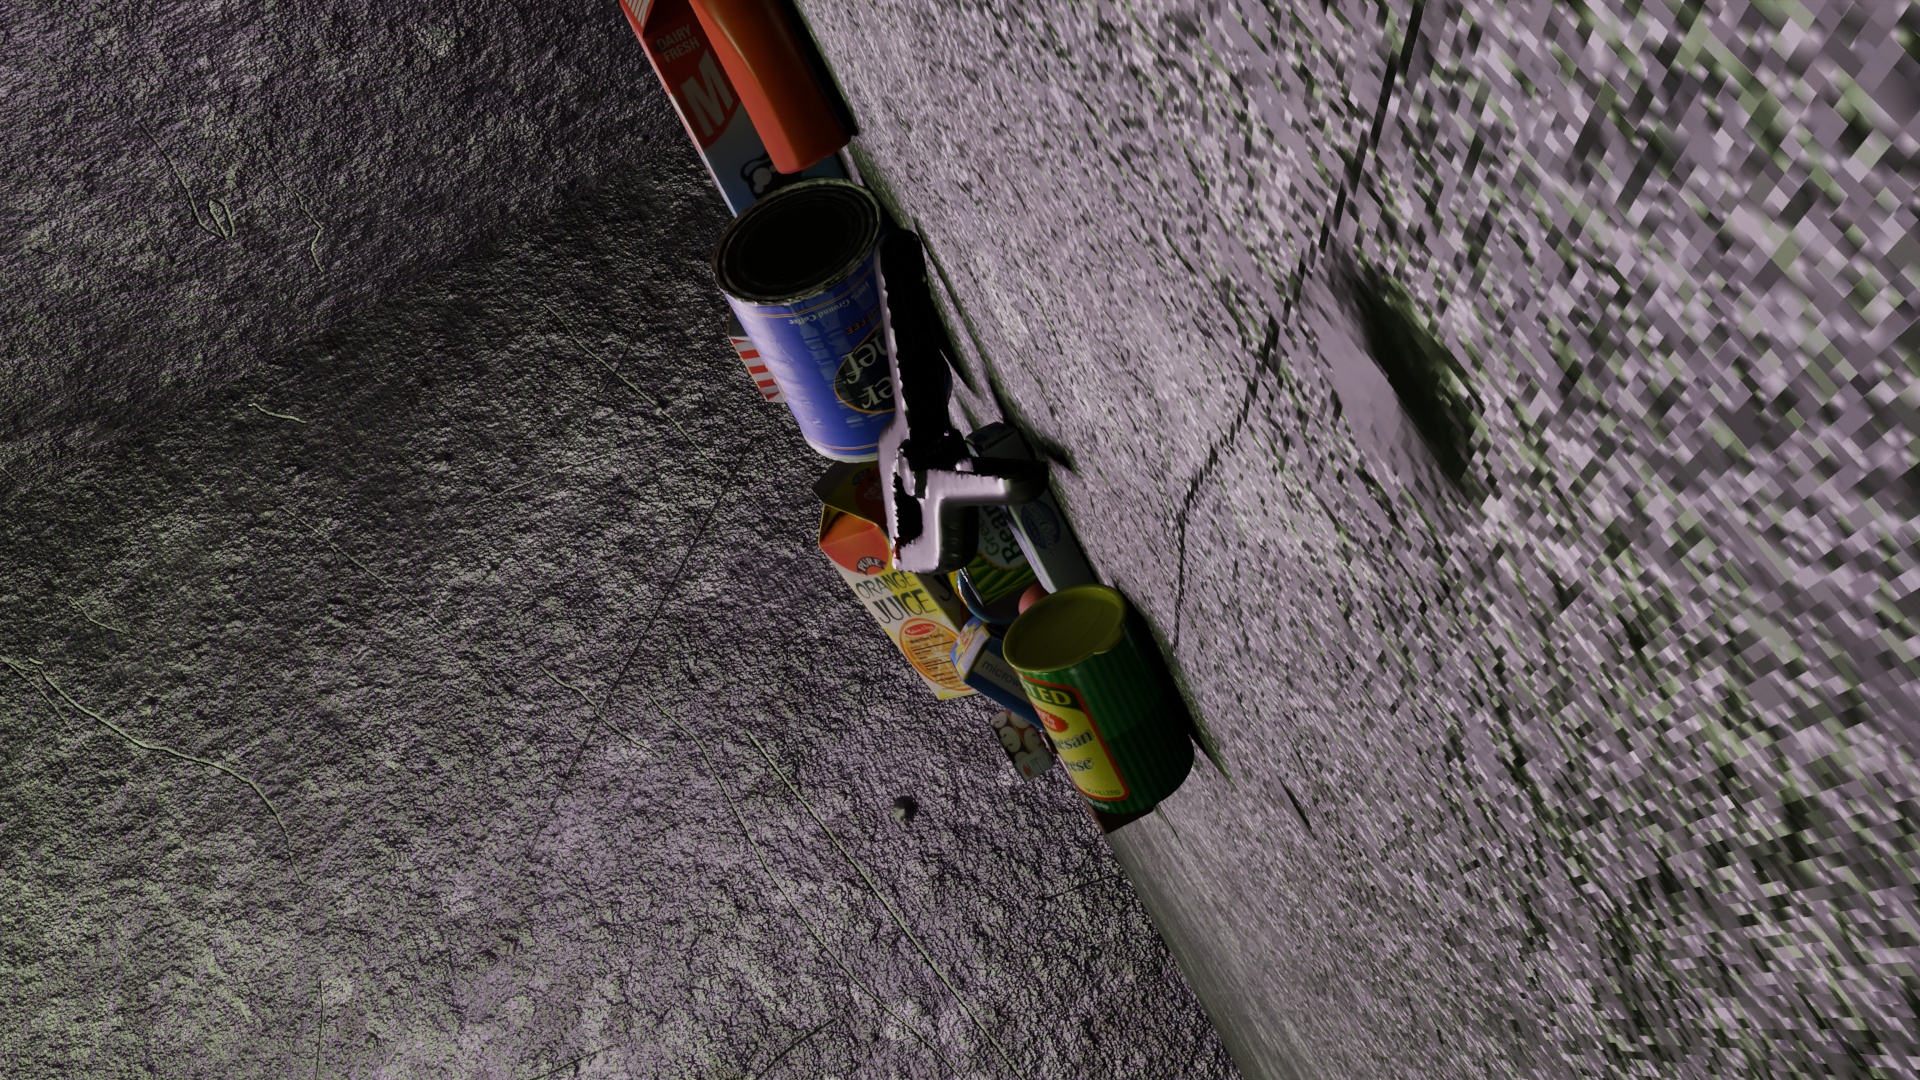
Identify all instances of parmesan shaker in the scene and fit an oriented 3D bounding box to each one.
[{"bbox_3d":[0.074,0.083,0.711,0.102,0.071,0.071,62,177,-27],"label":"parmesan shaker"}]

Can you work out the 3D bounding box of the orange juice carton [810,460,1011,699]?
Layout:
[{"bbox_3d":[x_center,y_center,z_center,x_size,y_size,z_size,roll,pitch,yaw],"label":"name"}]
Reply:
[{"bbox_3d":[-0.030,0.017,0.991,0.073,0.072,0.192,-19,114,47],"label":"orange juice carton"}]

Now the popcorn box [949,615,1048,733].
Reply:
[{"bbox_3d":[0.057,0.101,0.920,0.126,0.038,0.085,32,-179,-9],"label":"popcorn box"}]

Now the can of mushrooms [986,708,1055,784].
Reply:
[{"bbox_3d":[0.053,0.176,1.226,0.071,0.033,0.071,59,180,1],"label":"can of mushrooms"}]

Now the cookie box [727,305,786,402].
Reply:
[{"bbox_3d":[-0.134,-0.203,1.034,0.122,0.040,0.168,72,-159,-72],"label":"cookie box"}]

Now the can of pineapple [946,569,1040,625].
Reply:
[{"bbox_3d":[0.024,0.018,0.929,0.071,0.071,0.058,61,176,-13],"label":"can of pineapple"}]

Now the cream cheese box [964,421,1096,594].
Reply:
[{"bbox_3d":[0.039,-0.015,0.769,0.103,0.024,0.053,61,176,-15],"label":"cream cheese box"}]

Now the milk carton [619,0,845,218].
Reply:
[{"bbox_3d":[-0.140,-0.279,0.827,0.072,0.073,0.189,58,176,48],"label":"milk carton"}]

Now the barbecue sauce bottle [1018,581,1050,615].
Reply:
[{"bbox_3d":[0.078,0.079,0.840,0.064,0.044,0.149,60,179,-39],"label":"barbecue sauce bottle"}]

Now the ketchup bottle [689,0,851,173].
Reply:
[{"bbox_3d":[-0.109,-0.264,0.711,0.148,0.043,0.065,62,176,-21],"label":"ketchup bottle"}]

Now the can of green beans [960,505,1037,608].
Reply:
[{"bbox_3d":[0.023,-0.001,0.850,0.071,0.058,0.071,61,177,5],"label":"can of green beans"}]
